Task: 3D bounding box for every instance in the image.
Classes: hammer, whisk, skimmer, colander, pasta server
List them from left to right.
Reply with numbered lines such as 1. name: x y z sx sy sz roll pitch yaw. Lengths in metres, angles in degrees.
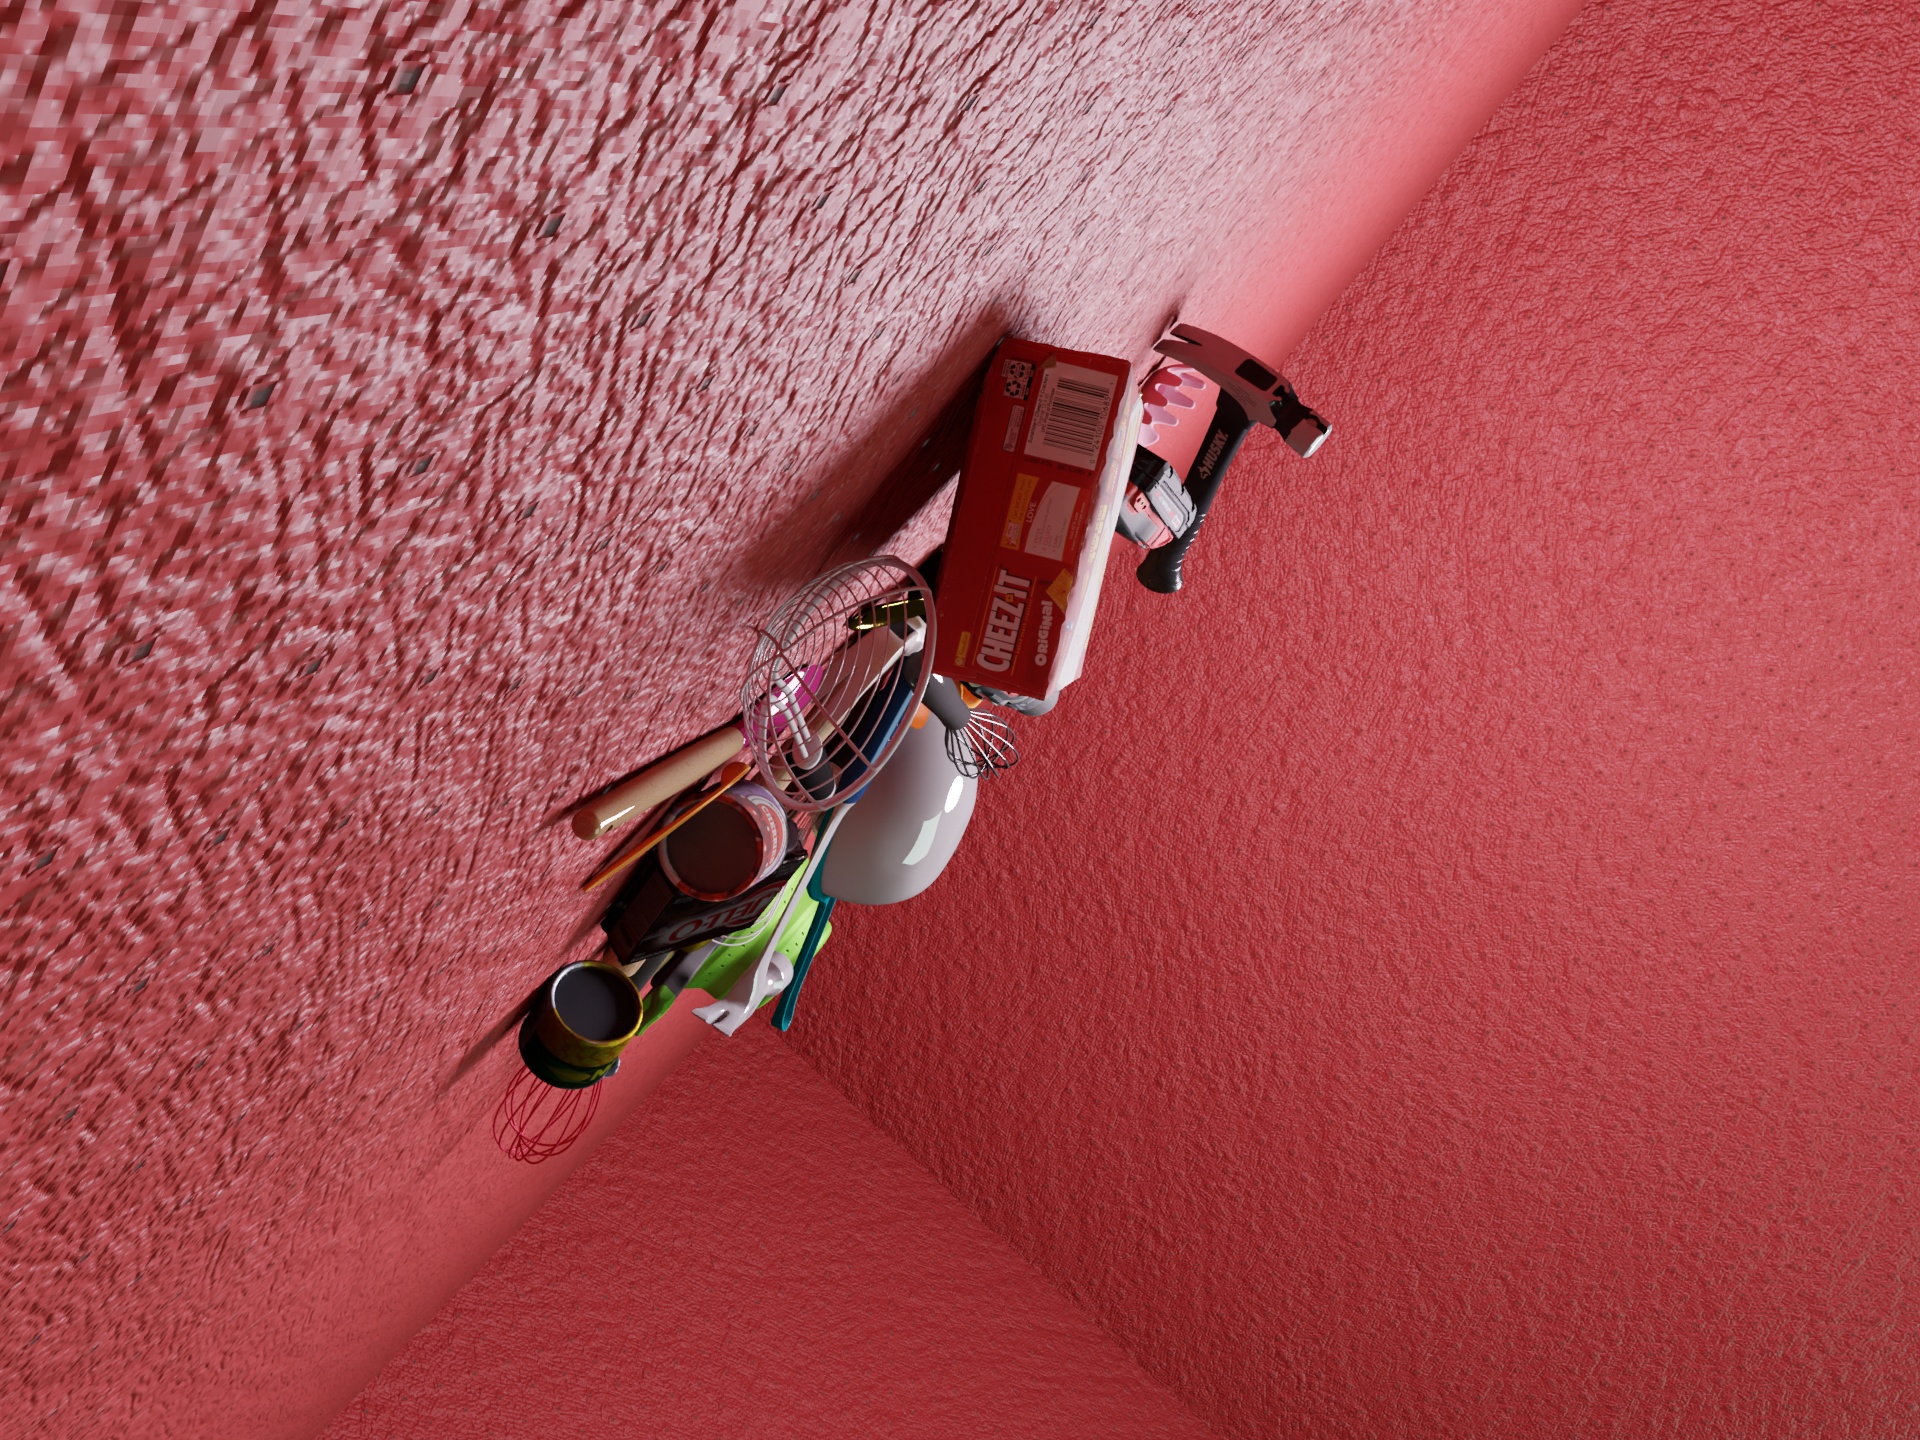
1. whisk: -0.281 0.240 1.224 0.295 0.073 0.073 -56 175 23
2. colander: -0.199 0.221 1.429 0.204 0.094 0.397 -44 -177 12
3. hammer: -0.144 0.057 1.100 0.331 0.031 0.130 -49 178 16
4. whisk: -0.129 0.070 1.338 0.285 0.070 0.070 -53 179 -26
5. hammer: -0.091 0.068 1.196 0.405 0.035 0.144 -62 172 20
6. skimmer: -0.061 0.011 0.872 0.363 0.090 0.127 95 9 -77
7. whisk: -0.001 -0.003 1.163 0.055 0.055 0.238 -48 158 -4
8. pasta server: 0.127 -0.171 1.393 0.060 0.040 0.316 -15 134 -59
9. hammer: 0.196 -0.198 1.334 0.035 0.146 0.334 -44 169 -21

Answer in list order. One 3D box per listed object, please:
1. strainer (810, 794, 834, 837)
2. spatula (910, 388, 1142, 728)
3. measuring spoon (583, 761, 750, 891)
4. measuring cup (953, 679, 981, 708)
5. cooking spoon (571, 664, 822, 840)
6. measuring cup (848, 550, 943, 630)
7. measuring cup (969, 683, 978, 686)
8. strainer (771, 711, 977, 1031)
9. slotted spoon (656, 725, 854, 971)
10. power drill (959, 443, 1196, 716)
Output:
1. strainer: -0.124 0.088 1.516 0.087 0.050 0.258 -57 -178 -1
2. spatula: 0.043 -0.135 1.259 0.322 0.041 0.081 -50 154 -1
3. measuring spoon: -0.168 0.058 0.902 0.117 0.011 0.021 -38 178 -19
4. measuring cup: 0.009 -0.094 1.332 0.095 0.052 0.173 -40 148 -52
5. cooking spoon: -0.132 0.016 0.855 0.068 0.017 0.319 -48 178 17
6. measuring cup: -0.035 -0.083 1.034 0.062 0.029 0.156 -50 165 29
7. measuring cup: 0.043 -0.102 1.155 0.167 0.083 0.038 -62 -160 16
8. strainer: -0.067 0.138 1.389 0.340 0.095 0.211 -67 169 12
9. slotted spoon: -0.192 0.129 1.412 0.314 0.031 0.070 -47 180 -1
10. power drill: 0.085 -0.105 1.259 0.226 0.080 0.187 -53 155 1
